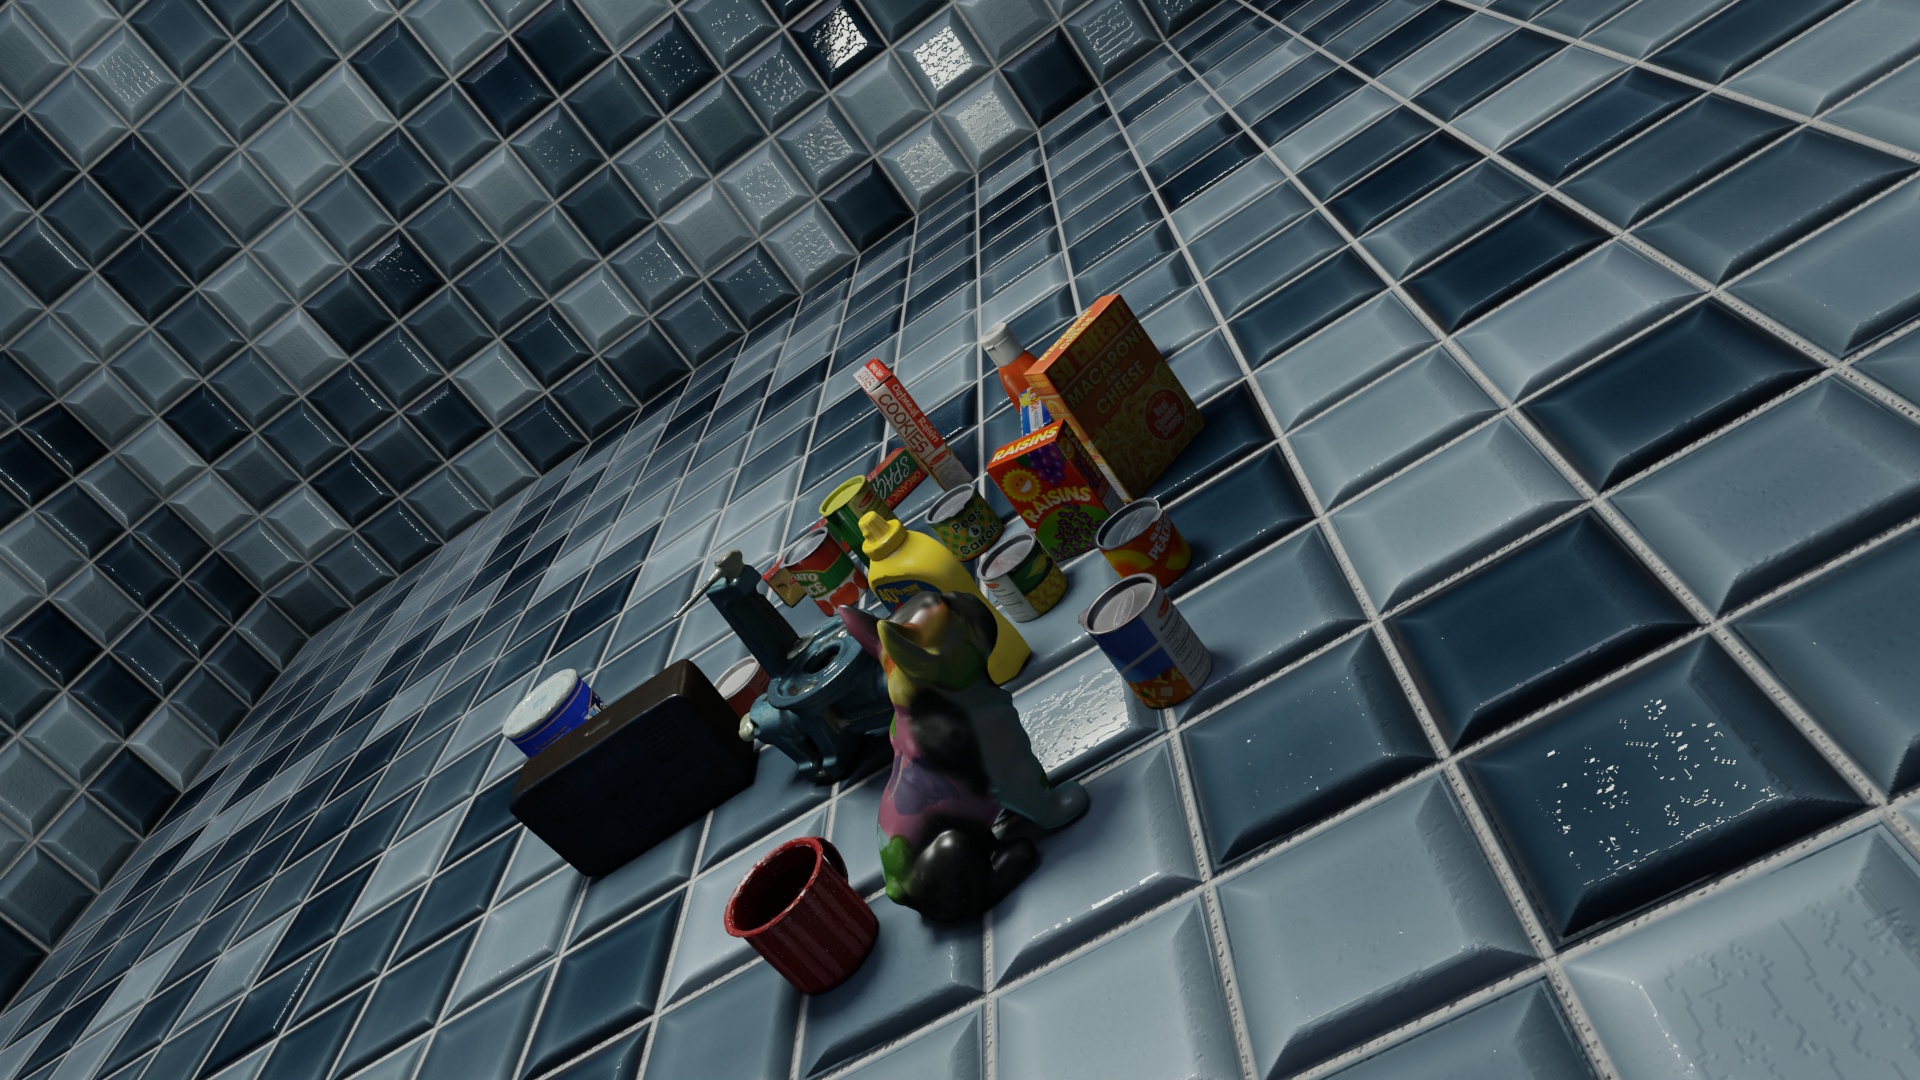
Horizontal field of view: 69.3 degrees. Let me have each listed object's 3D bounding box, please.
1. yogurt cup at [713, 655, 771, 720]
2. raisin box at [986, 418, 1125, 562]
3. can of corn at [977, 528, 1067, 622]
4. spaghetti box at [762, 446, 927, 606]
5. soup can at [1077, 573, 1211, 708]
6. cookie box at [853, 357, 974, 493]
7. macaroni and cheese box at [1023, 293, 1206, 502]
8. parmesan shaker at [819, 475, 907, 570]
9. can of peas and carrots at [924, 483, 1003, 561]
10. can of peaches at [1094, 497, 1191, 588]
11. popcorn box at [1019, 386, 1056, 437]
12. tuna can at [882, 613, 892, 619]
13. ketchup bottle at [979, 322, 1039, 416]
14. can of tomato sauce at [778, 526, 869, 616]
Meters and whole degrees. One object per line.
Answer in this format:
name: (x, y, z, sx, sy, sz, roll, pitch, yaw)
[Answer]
yogurt cup: (-0.229, 0.166, 1.502, 0.072, 0.054, 0.073, -32, 22, 15)
raisin box: (0.095, -0.047, 1.331, 0.086, 0.123, 0.040, -22, 27, 35)
can of corn: (0.061, 0.033, 1.313, 0.071, 0.058, 0.071, -32, 22, 15)
spaghetti box: (-0.143, -0.020, 1.746, 0.251, 0.050, 0.028, -45, 23, -18)
soup can: (0.142, 0.078, 1.065, 0.071, 0.083, 0.071, -32, 22, 15)
cookie box: (-0.058, -0.140, 1.696, 0.040, 0.167, 0.123, -38, 21, 0)
macaroni and cheese box: (0.153, -0.139, 1.367, 0.124, 0.166, 0.040, -47, 23, -21)
parmesan shaker: (-0.108, -0.014, 1.608, 0.071, 0.103, 0.071, -32, 22, 15)
can of peas and carrots: (0.005, -0.019, 1.503, 0.071, 0.058, 0.071, -32, 22, 15)
can of peaches: (0.162, 0.005, 1.213, 0.071, 0.058, 0.071, -32, 22, 15)
popcorn box: (0.102, -0.113, 1.504, 0.038, 0.085, 0.127, -32, 22, 16)
tuna can: (-0.056, 0.096, 1.403, 0.071, 0.032, 0.071, -32, 22, 15)
ketchup bottle: (0.078, -0.180, 1.590, 0.064, 0.148, 0.044, -15, 31, 45)
can of tomato sauce: (-0.157, 0.038, 1.608, 0.071, 0.083, 0.071, -32, 22, 15)
